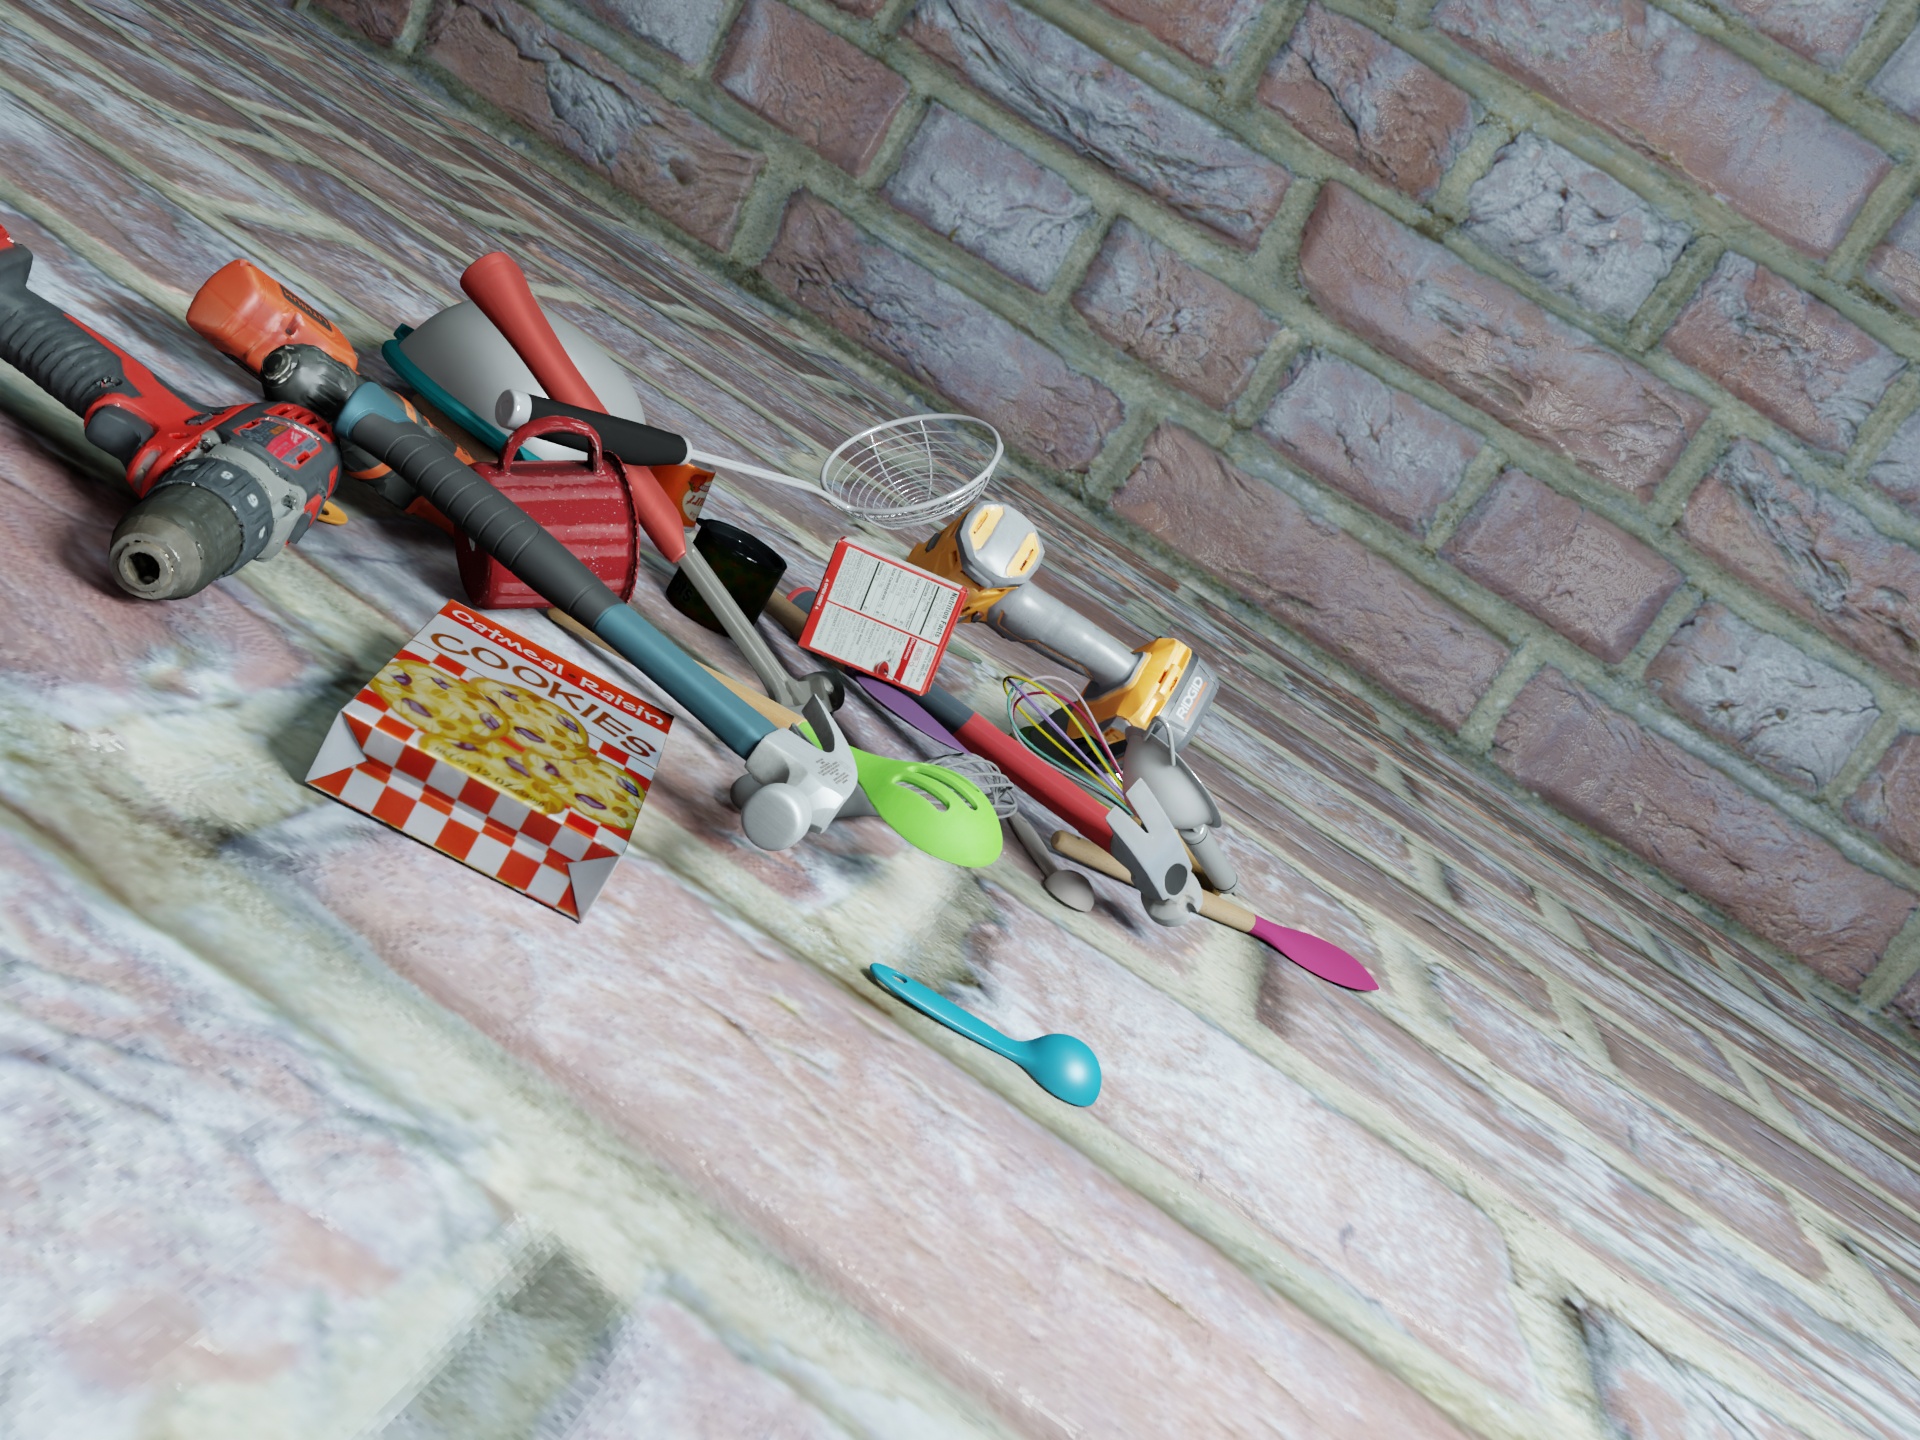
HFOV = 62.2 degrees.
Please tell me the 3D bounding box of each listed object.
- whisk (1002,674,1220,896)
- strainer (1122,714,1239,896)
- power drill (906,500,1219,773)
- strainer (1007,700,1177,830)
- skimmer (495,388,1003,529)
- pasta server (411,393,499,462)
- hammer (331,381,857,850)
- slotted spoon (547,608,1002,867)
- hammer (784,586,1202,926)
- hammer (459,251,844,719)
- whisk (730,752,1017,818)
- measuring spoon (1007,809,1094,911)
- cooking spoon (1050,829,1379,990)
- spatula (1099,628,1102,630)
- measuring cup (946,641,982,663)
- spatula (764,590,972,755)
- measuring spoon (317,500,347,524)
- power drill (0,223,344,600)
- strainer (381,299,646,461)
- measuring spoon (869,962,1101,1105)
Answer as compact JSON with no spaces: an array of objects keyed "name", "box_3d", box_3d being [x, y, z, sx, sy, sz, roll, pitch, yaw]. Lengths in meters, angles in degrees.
[{"name":"whisk","box_3d":[0.112,0.050,1.127,0.244,0.047,0.051,45,38,-24]},{"name":"strainer","box_3d":[0.153,0.072,1.063,0.087,0.050,0.258,42,-4,35]},{"name":"power drill","box_3d":[0.054,-0.056,1.165,0.226,0.084,0.185,37,-24,-14]},{"name":"strainer","box_3d":[0.137,0.020,1.320,0.151,0.069,0.256,34,16,7]},{"name":"skimmer","box_3d":[-0.122,-0.187,1.006,0.127,0.090,0.363,29,15,40]},{"name":"pasta server","box_3d":[-0.305,-0.151,1.060,0.060,0.040,0.316,16,18,-47]},{"name":"hammer","box_3d":[-0.185,-0.059,0.789,0.331,0.033,0.128,39,16,7]},{"name":"slotted spoon","box_3d":[-0.110,-0.003,0.875,0.314,0.031,0.070,26,28,23]},{"name":"hammer","box_3d":[-0.002,-0.003,1.060,0.387,0.038,0.143,36,-13,36]},{"name":"hammer","box_3d":[-0.201,-0.140,0.986,0.359,0.036,0.149,54,14,4]},{"name":"whisk","box_3d":[-0.046,0.042,0.922,0.055,0.055,0.238,41,21,31]},{"name":"measuring spoon","box_3d":[0.058,0.085,1.043,0.034,0.018,0.124,24,16,-28]},{"name":"cooking spoon","box_3d":[0.190,0.137,1.145,0.318,0.017,0.069,25,15,-29]},{"name":"spatula","box_3d":[0.116,-0.100,1.732,0.081,0.041,0.322,35,14,14]},{"name":"measuring cup","box_3d":[-0.042,-0.054,1.261,0.167,0.038,0.083,18,20,-50]},{"name":"spatula","box_3d":[-0.085,-0.046,1.074,0.059,0.018,0.316,27,6,-37]},{"name":"measuring spoon","box_3d":[-0.384,-0.128,0.849,0.116,0.011,0.021,24,32,-40]},{"name":"power drill","box_3d":[-0.407,-0.142,0.720,0.226,0.080,0.188,32,19,-16]},{"name":"strainer","box_3d":[-0.284,-0.223,1.109,0.210,0.095,0.341,33,6,-28]},{"name":"measuring spoon","box_3d":[0.016,0.142,0.758,0.128,0.021,0.042,31,14,-9]}]
